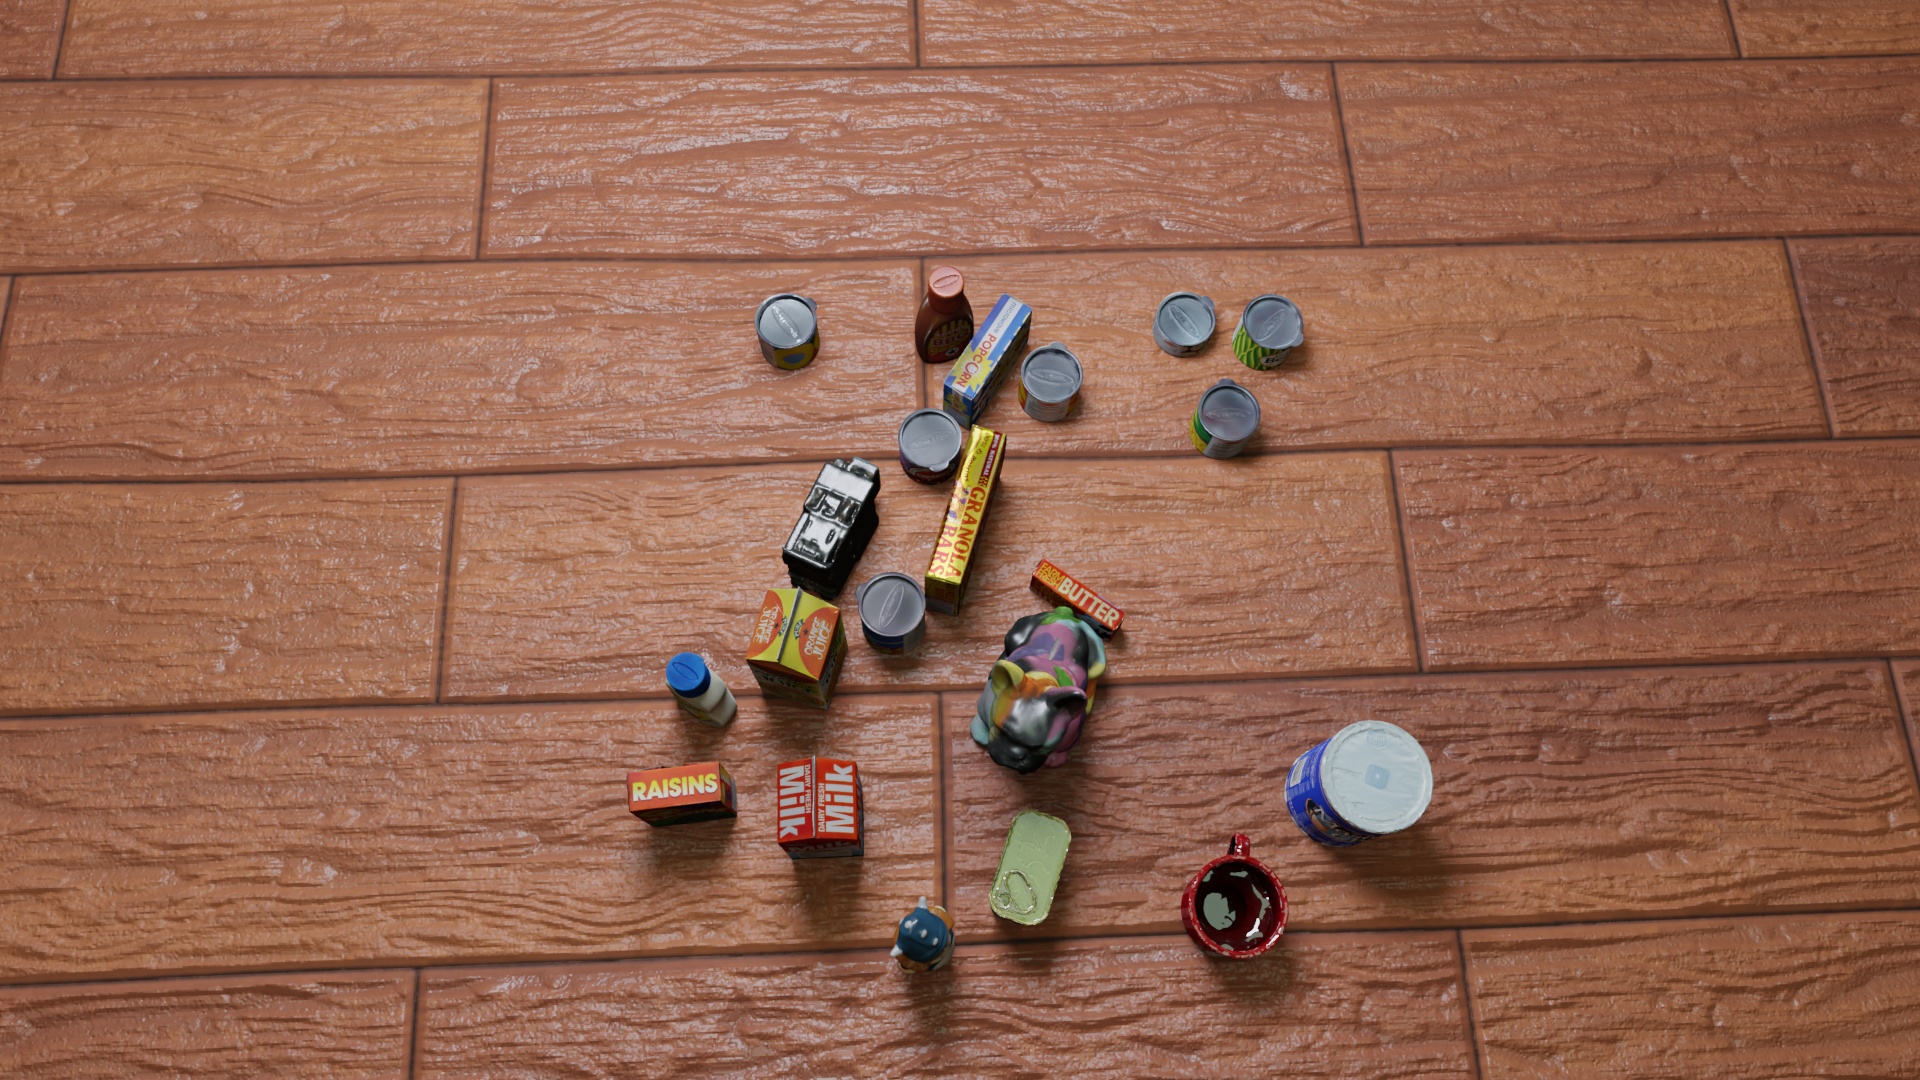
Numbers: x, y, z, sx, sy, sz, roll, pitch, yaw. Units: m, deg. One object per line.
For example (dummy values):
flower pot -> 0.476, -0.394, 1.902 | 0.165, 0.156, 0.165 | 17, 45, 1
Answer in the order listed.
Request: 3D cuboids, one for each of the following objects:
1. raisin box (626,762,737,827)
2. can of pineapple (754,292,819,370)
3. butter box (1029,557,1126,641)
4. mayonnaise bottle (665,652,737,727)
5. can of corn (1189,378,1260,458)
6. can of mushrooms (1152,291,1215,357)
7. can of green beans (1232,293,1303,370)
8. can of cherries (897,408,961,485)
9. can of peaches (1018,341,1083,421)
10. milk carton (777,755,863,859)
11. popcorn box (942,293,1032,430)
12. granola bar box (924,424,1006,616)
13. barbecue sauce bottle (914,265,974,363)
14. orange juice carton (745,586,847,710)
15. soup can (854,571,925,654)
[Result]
raisin box -> -0.261, 0.240, 1.313 | 0.086, 0.123, 0.040 | -6, 72, -4
can of pineapple -> -0.185, -0.226, 1.504 | 0.071, 0.057, 0.071 | 1, 72, -2
butter box -> 0.118, 0.061, 1.421 | 0.103, 0.053, 0.024 | 35, 74, 9
mayonnaise bottle -> -0.253, 0.141, 1.333 | 0.065, 0.147, 0.041 | 31, 74, 8
can of corn -> 0.282, -0.129, 1.487 | 0.071, 0.058, 0.071 | 1, 72, -2
can of mushrooms -> 0.248, -0.240, 1.535 | 0.071, 0.033, 0.071 | 1, 72, -2
can of green beans -> 0.336, -0.227, 1.521 | 0.071, 0.057, 0.071 | 1, 72, -2
can of cherries -> -0.032, -0.096, 1.466 | 0.071, 0.058, 0.071 | 1, 72, -2
can of peaches -> 0.097, -0.170, 1.495 | 0.071, 0.058, 0.071 | 1, 72, -2
milk carton -> -0.129, 0.248, 1.279 | 0.073, 0.190, 0.072 | -2, 72, -2
popcorn box -> 0.029, -0.191, 1.485 | 0.038, 0.085, 0.127 | 30, 74, 8
granola bar box -> 0.005, -0.018, 1.406 | 0.039, 0.124, 0.166 | 16, 72, 3
barbecue sauce bottle -> -0.016, -0.239, 1.466 | 0.065, 0.148, 0.044 | -21, 74, -8
orange juice carton -> -0.156, 0.102, 1.326 | 0.073, 0.192, 0.072 | 15, 72, 3
soup can -> -0.070, 0.073, 1.395 | 0.071, 0.083, 0.071 | 1, 72, -2
